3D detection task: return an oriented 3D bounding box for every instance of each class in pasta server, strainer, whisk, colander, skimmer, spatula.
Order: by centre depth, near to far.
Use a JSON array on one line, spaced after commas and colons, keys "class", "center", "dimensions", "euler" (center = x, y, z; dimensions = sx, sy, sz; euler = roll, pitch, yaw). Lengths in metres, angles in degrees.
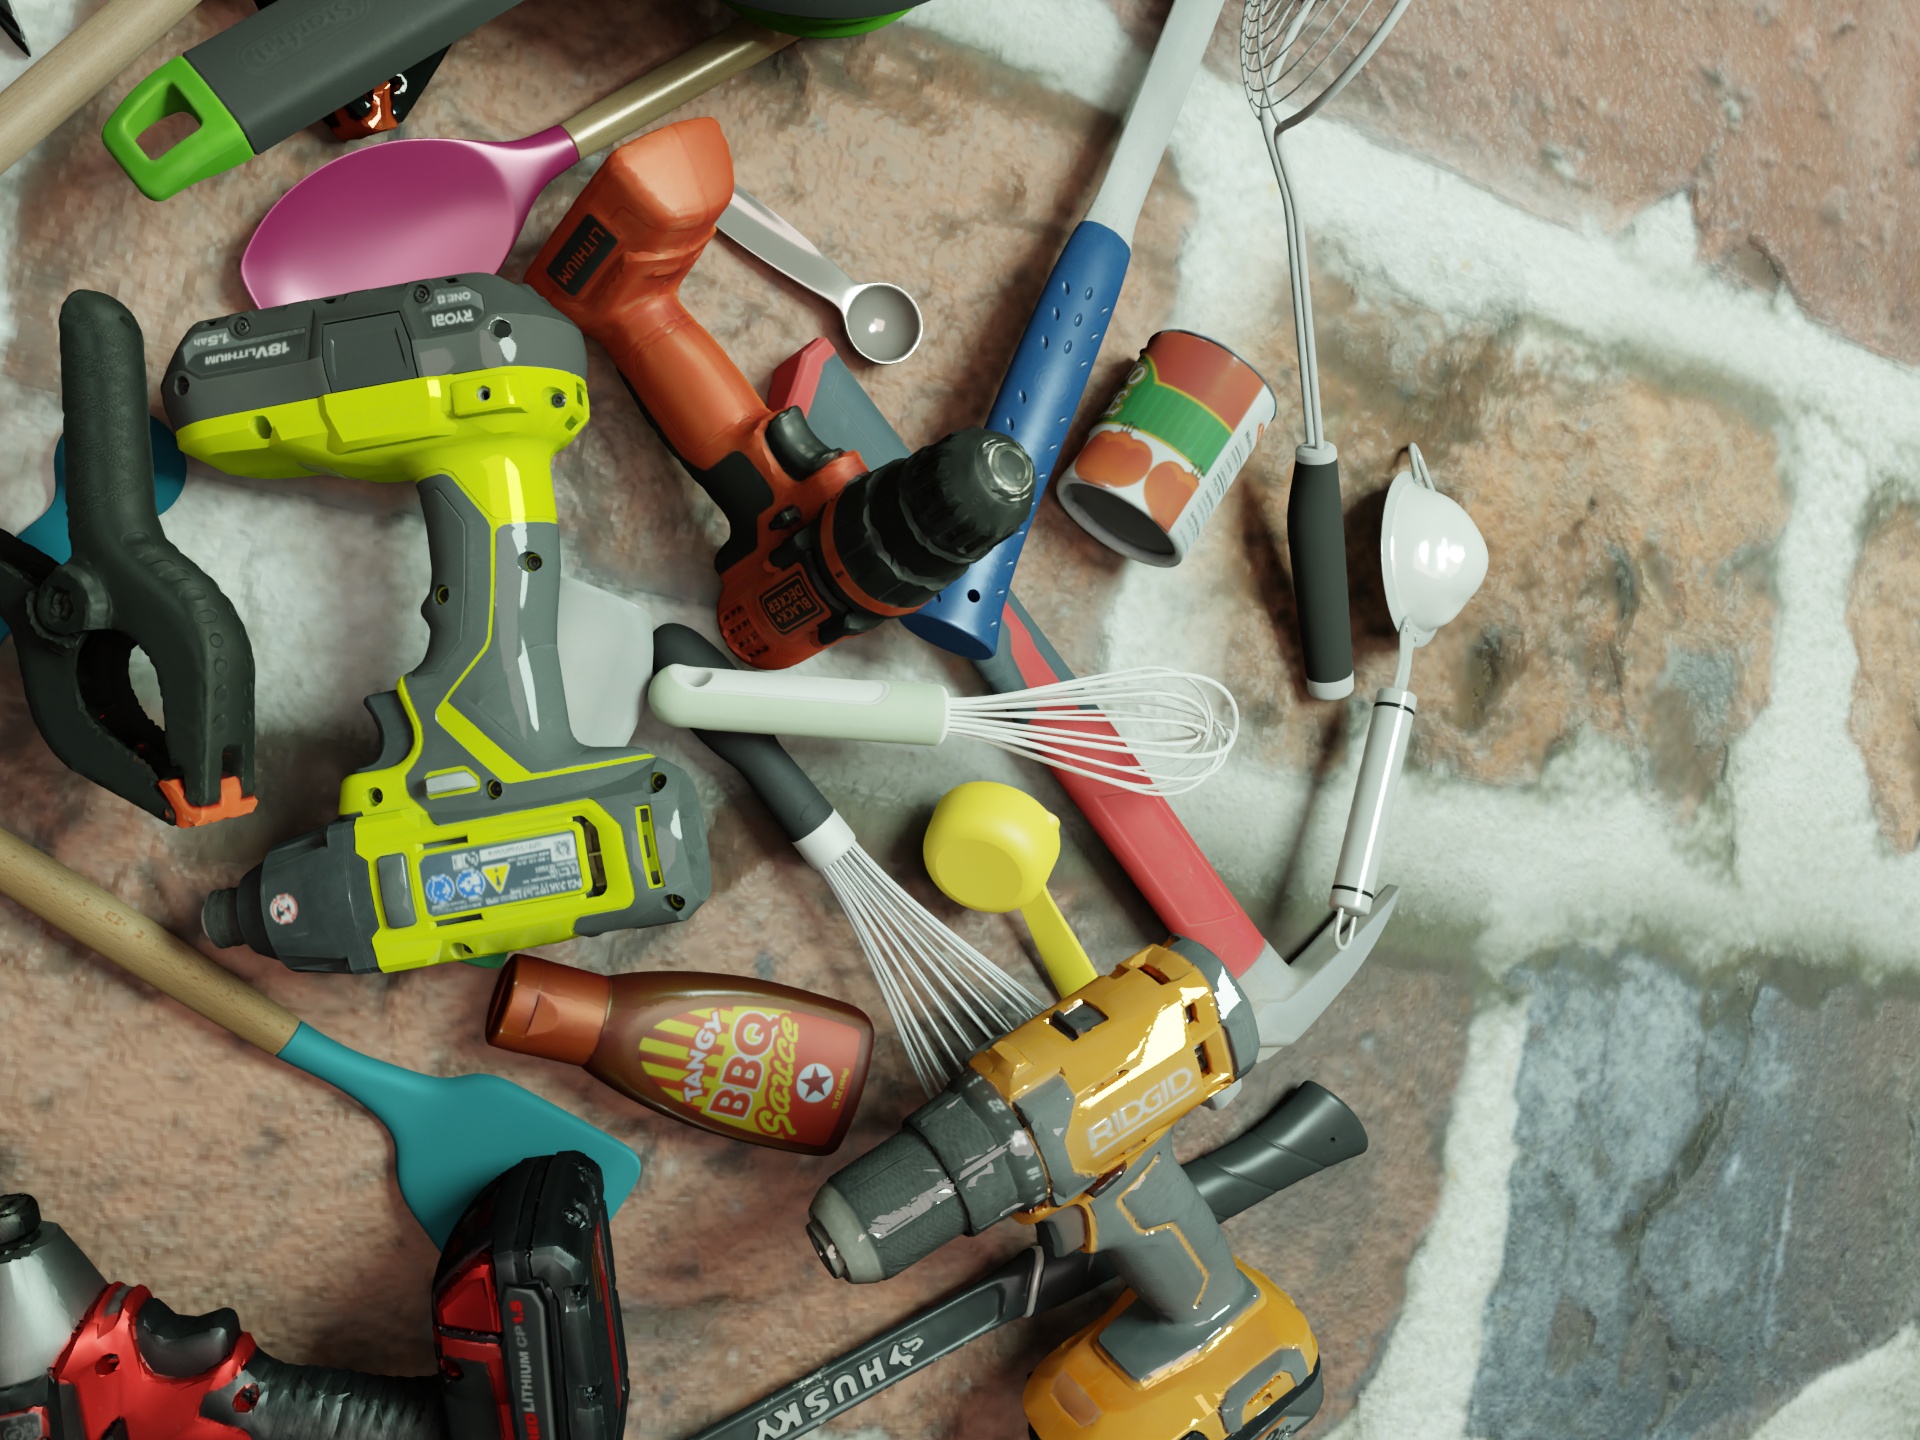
[{"class": "pasta server", "center": [-0.305, -0.182, 0.501], "dimensions": [0.060, 0.040, 0.316], "euler": [50, 55, -35]}, {"class": "spatula", "center": [-0.263, 0.102, 0.568], "dimensions": [0.317, 0.044, 0.082], "euler": [39, 89, -19]}, {"class": "colander", "center": [-0.116, -0.283, 0.581], "dimensions": [0.397, 0.094, 0.204], "euler": [-38, 82, -14]}, {"class": "whisk", "center": [-0.001, -0.002, 0.639], "dimensions": [0.246, 0.058, 0.059], "euler": [4, 122, -17]}, {"class": "whisk", "center": [-0.037, 0.074, 0.663], "dimensions": [0.070, 0.070, 0.284], "euler": [-40, 102, -18]}, {"class": "skimmer", "center": [0.179, -0.180, 0.694], "dimensions": [0.090, 0.127, 0.363], "euler": [-10, 115, 0]}, {"class": "strainer", "center": [0.211, -0.015, 0.754], "dimensions": [0.086, 0.050, 0.258], "euler": [31, 71, -48]}]

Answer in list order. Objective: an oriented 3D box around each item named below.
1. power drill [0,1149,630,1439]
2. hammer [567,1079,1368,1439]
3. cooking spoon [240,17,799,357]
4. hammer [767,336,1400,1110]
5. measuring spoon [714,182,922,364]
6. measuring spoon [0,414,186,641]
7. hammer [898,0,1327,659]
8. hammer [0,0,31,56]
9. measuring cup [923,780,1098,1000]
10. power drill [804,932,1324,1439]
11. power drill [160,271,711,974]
[{"class": "power drill", "center": [-0.232, 0.220, 0.546], "dimensions": [0.219, 0.078, 0.143], "euler": [-6, 99, -7]}, {"class": "hammer", "center": [0.016, 0.262, 0.701], "dimensions": [0.409, 0.036, 0.149], "euler": [-20, 101, -22]}, {"class": "cooking spoon", "center": [-0.134, -0.239, 0.627], "dimensions": [0.319, 0.017, 0.068], "euler": [-38, 122, -18]}, {"class": "hammer", "center": [0.054, -0.011, 0.708], "dimensions": [0.143, 0.038, 0.386], "euler": [-42, 107, -18]}, {"class": "measuring spoon", "center": [-0.070, -0.191, 0.662], "dimensions": [0.124, 0.018, 0.034], "euler": [35, 78, -14]}, {"class": "measuring spoon", "center": [-0.320, -0.056, 0.548], "dimensions": [0.042, 0.021, 0.128], "euler": [41, 76, -20]}, {"class": "hammer", "center": [0.060, -0.218, 0.681], "dimensions": [0.144, 0.035, 0.406], "euler": [28, 74, -22]}, {"class": "hammer", "center": [-0.457, -0.163, 0.479], "dimensions": [0.127, 0.034, 0.337], "euler": [47, 74, -17]}, {"class": "measuring cup", "center": [0.033, 0.096, 0.694], "dimensions": [0.156, 0.062, 0.029], "euler": [62, 32, -23]}, {"class": "power drill", "center": [0.048, 0.218, 0.630], "dimensions": [0.185, 0.084, 0.226], "euler": [-27, 117, -21]}, {"class": "power drill", "center": [-0.191, -0.027, 0.551], "dimensions": [0.171, 0.080, 0.223], "euler": [-10, 90, 0]}]
